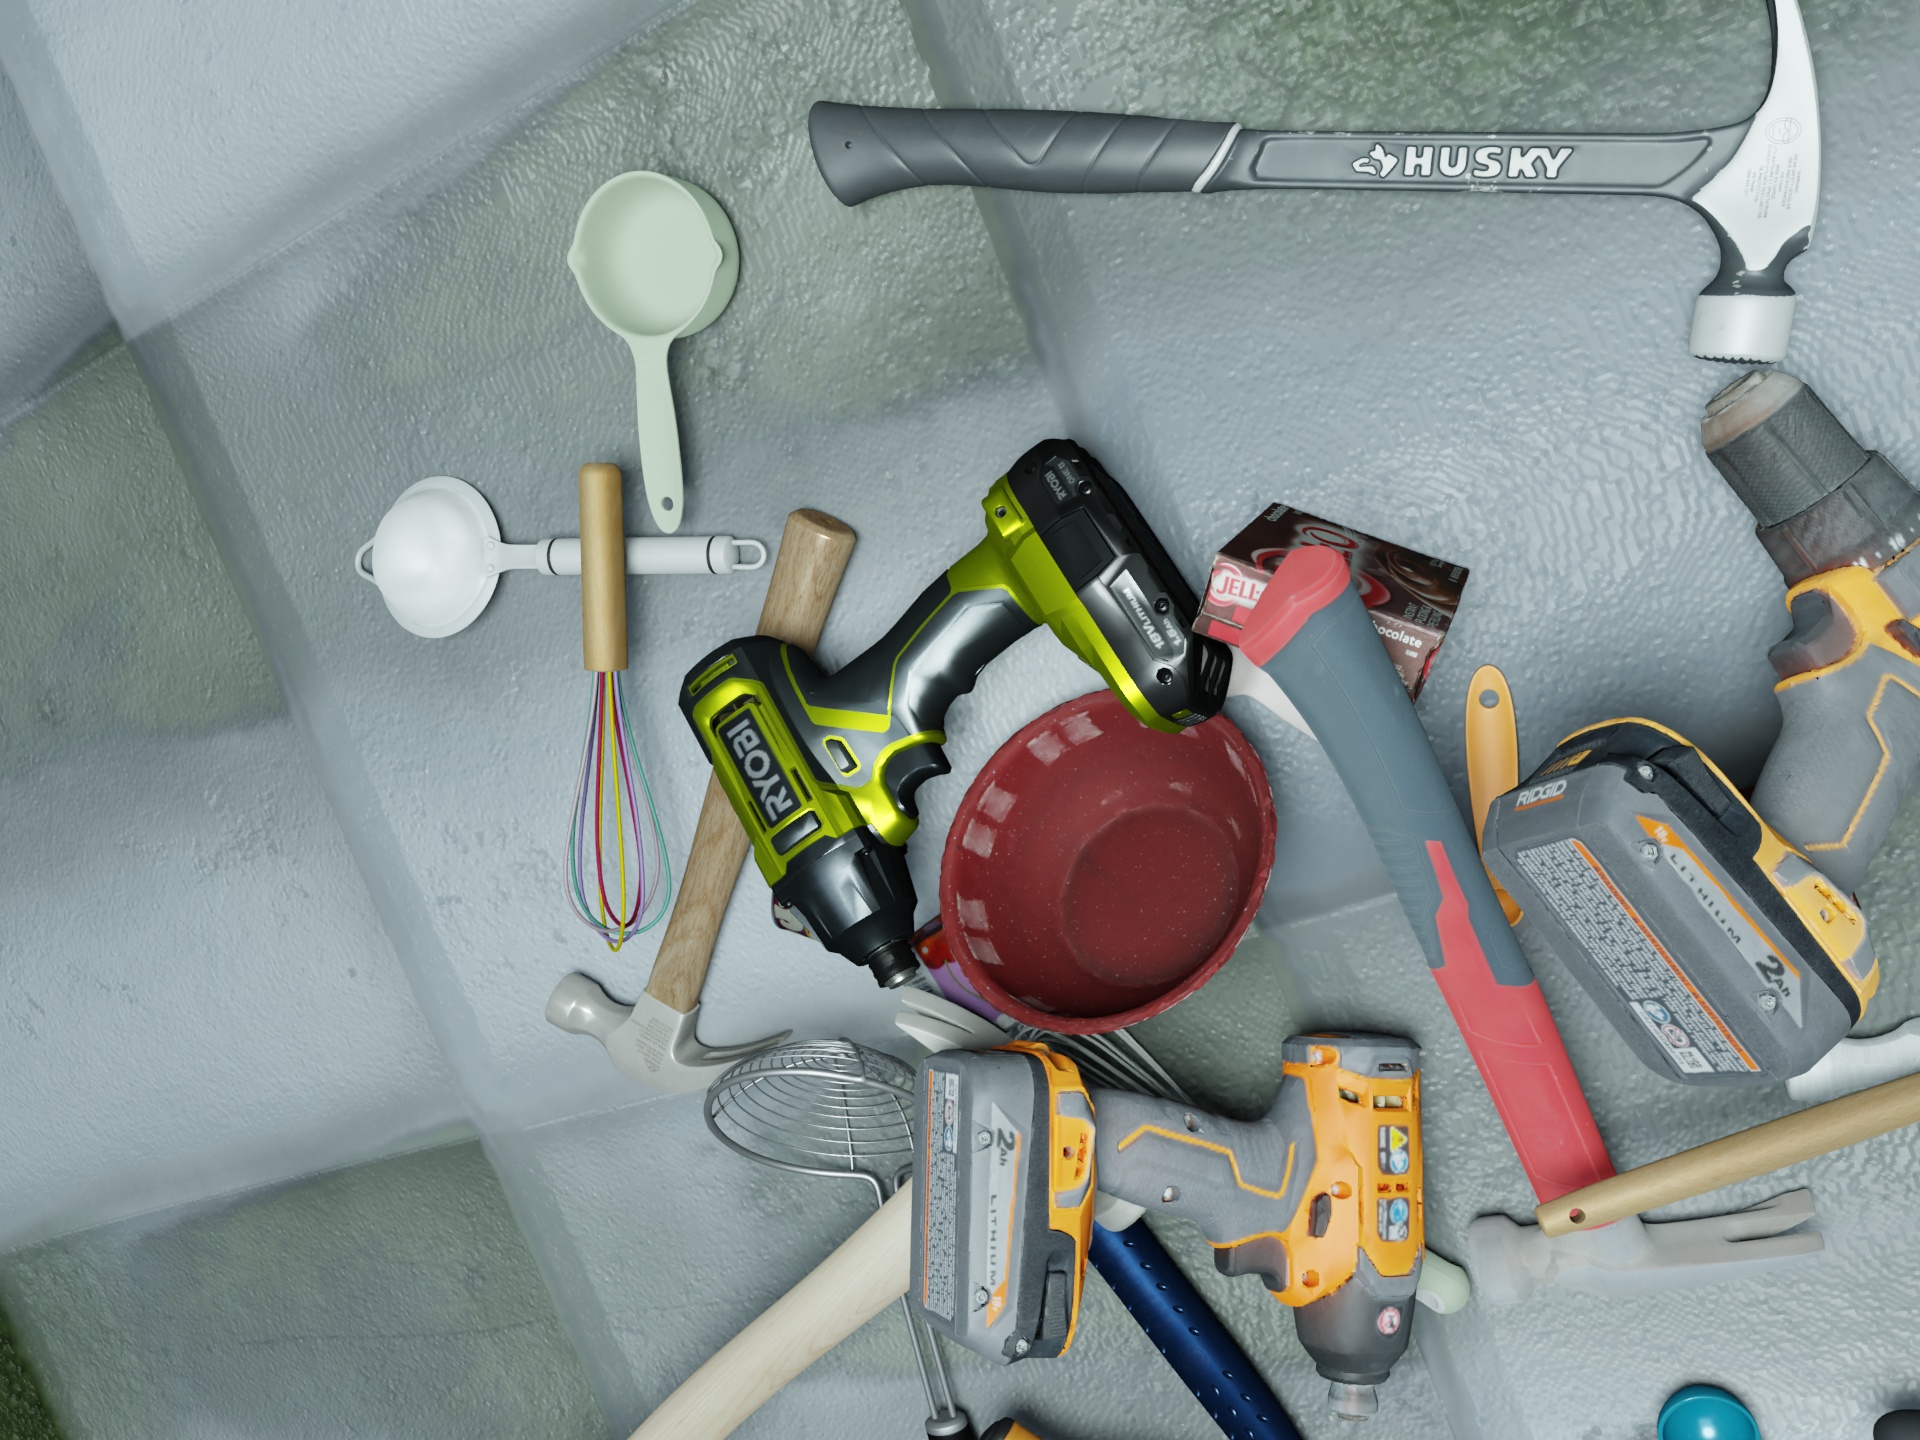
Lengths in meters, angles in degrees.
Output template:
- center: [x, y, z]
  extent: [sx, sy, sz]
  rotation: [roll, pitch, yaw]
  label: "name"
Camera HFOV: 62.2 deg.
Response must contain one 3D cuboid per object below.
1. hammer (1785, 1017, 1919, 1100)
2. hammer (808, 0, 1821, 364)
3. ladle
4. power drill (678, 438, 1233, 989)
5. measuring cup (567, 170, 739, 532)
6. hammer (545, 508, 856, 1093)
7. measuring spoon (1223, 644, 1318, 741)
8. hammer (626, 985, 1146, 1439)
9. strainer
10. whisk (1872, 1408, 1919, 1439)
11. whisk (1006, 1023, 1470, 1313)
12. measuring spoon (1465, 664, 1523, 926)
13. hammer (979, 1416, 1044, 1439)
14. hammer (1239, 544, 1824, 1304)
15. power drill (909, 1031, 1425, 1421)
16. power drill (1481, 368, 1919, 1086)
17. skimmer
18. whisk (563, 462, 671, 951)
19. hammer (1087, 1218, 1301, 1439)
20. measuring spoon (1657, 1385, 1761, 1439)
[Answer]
- center: [0.431, 0.281, 0.663]
  extent: [0.128, 0.033, 0.331]
  rotation: [-7, 101, 24]
  label: "hammer"
- center: [0.125, -0.234, 0.648]
  extent: [0.409, 0.036, 0.149]
  rotation: [9, 106, 19]
  label: "hammer"
- center: [0.373, 0.138, 0.594]
  extent: [0.320, 0.062, 0.078]
  rotation: [-22, 81, 9]
  label: "ladle"
- center: [-0.001, -0.002, 0.699]
  extent: [0.223, 0.080, 0.171]
  rotation: [-35, 72, 16]
  label: "power drill"
- center: [-0.140, -0.176, 0.765]
  extent: [0.083, 0.038, 0.167]
  rotation: [4, 107, 20]
  label: "measuring cup"
- center: [-0.117, 0.050, 0.817]
  extent: [0.130, 0.031, 0.331]
  rotation: [26, 111, 14]
  label: "hammer"
- center: [0.152, -0.003, 0.705]
  extent: [0.124, 0.018, 0.034]
  rotation: [30, 112, 11]
  label: "measuring spoon"
- center: [-0.095, 0.301, 0.784]
  extent: [0.146, 0.038, 0.410]
  rotation: [41, 110, -9]
  label: "hammer"
- center: [-0.219, -0.086, 0.819]
  extent: [0.258, 0.050, 0.087]
  rotation: [1, 90, 18]
  label: "strainer"
- center: [0.503, 0.306, 0.593]
  extent: [0.285, 0.070, 0.070]
  rotation: [6, 106, 27]
  label: "whisk"
- center: [0.130, 0.209, 0.758]
  extent: [0.246, 0.059, 0.057]
  rotation: [30, 149, 8]
  label: "whisk"
- center: [0.232, 0.033, 0.690]
  extent: [0.021, 0.011, 0.117]
  rotation: [-3, 99, 21]
  label: "measuring spoon"
- center: [0.164, 0.390, 0.755]
  extent: [0.337, 0.034, 0.127]
  rotation: [1, 103, 22]
  label: "hammer"
- center: [0.218, 0.093, 0.620]
  extent: [0.143, 0.038, 0.386]
  rotation: [-18, 119, 24]
  label: "hammer"
- center: [0.097, 0.214, 0.672]
  extent: [0.226, 0.084, 0.164]
  rotation: [5, 80, -20]
  label: "power drill"
- center: [0.286, -0.007, 0.561]
  extent: [0.185, 0.226, 0.084]
  rotation: [52, 158, 1]
  label: "power drill"
- center: [-0.033, 0.328, 0.824]
  extent: [0.127, 0.090, 0.363]
  rotation: [-11, 99, 21]
  label: "skimmer"
- center: [-0.172, -0.004, 0.787]
  extent: [0.051, 0.047, 0.245]
  rotation: [1, 100, 3]
  label: "whisk"
- center: [0.176, 0.378, 0.786]
  extent: [0.144, 0.035, 0.405]
  rotation: [-39, 88, 25]
  label: "hammer"
- center: [0.371, 0.337, 0.713]
  extent: [0.128, 0.021, 0.042]
  rotation: [31, 112, 1]
  label: "measuring spoon"
